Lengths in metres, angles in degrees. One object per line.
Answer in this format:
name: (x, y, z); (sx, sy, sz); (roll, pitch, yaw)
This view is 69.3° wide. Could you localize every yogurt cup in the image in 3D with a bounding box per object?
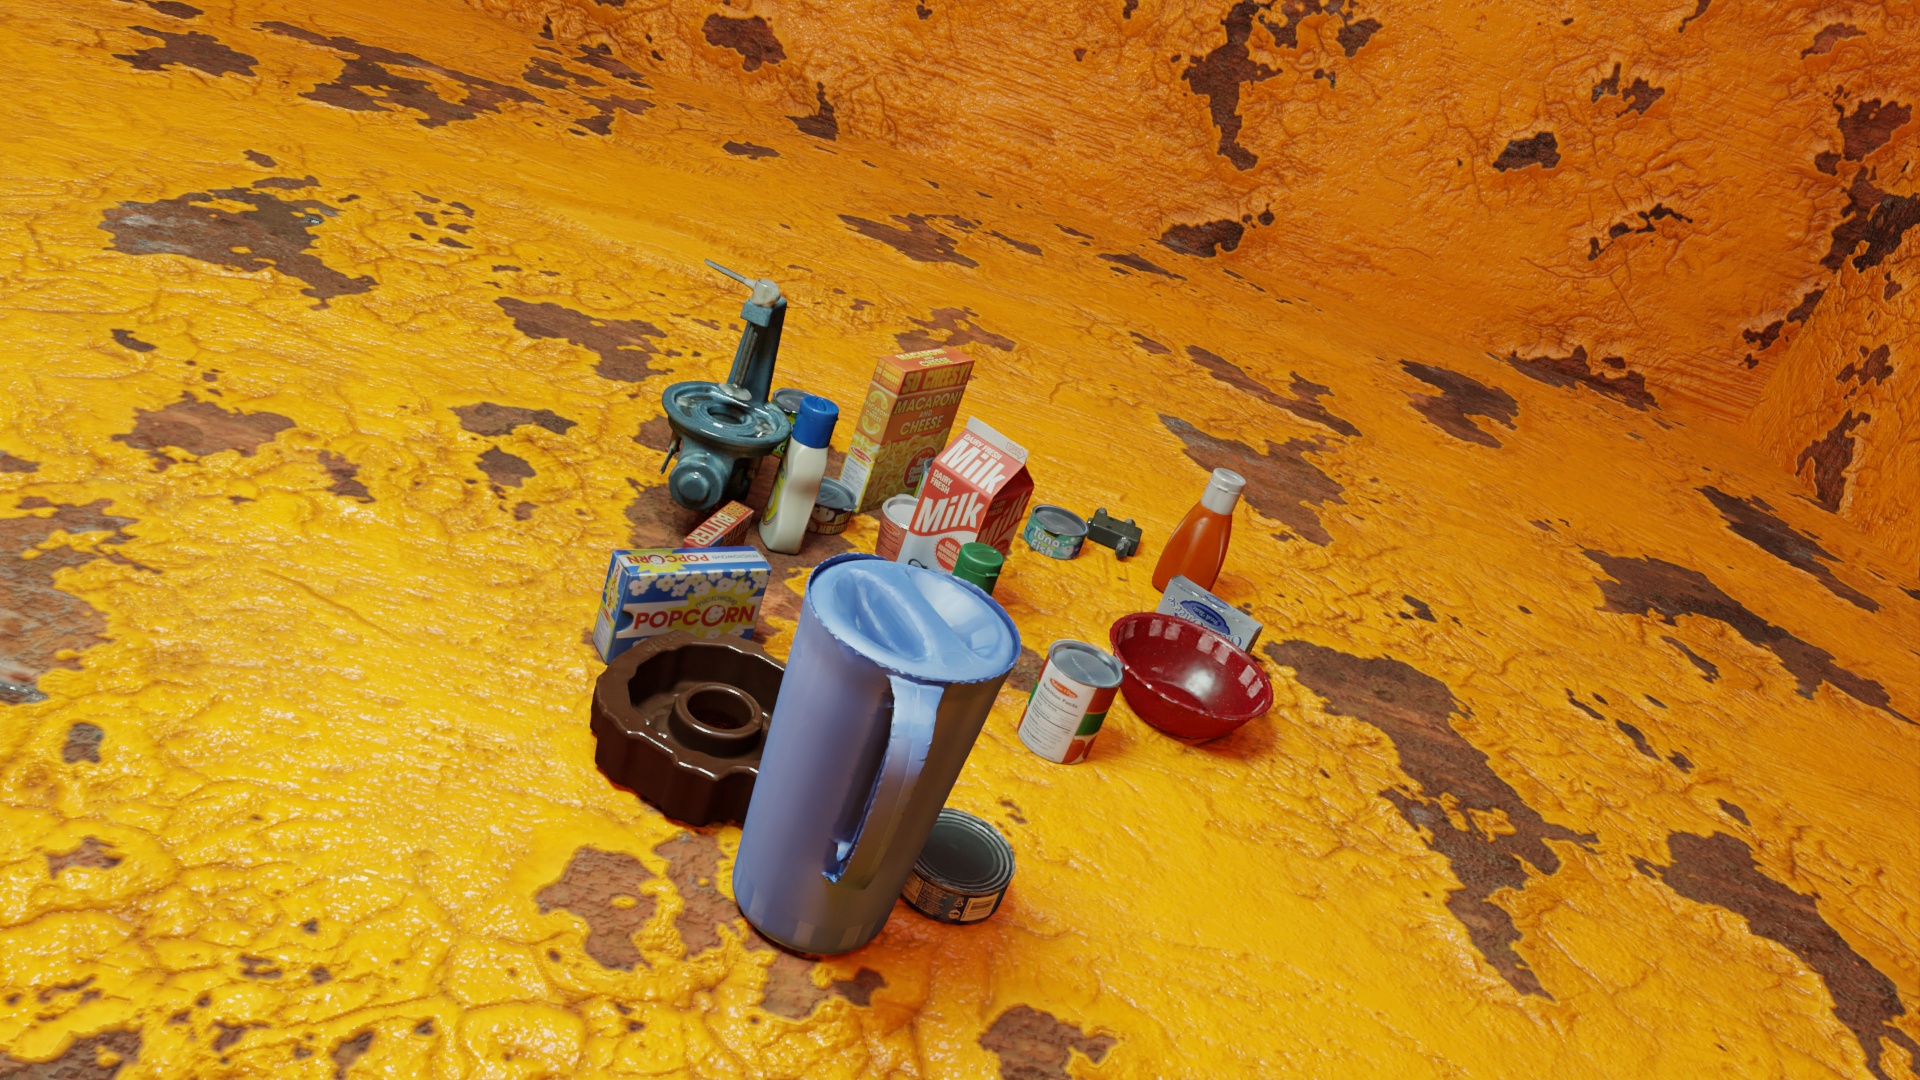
yogurt cup: (-0.051, -0.004, 1.368); (0.072, 0.053, 0.073); (16, 26, -8)

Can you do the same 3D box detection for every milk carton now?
milk carton: (0.005, -0.016, 1.275); (0.072, 0.189, 0.074); (34, 28, 26)

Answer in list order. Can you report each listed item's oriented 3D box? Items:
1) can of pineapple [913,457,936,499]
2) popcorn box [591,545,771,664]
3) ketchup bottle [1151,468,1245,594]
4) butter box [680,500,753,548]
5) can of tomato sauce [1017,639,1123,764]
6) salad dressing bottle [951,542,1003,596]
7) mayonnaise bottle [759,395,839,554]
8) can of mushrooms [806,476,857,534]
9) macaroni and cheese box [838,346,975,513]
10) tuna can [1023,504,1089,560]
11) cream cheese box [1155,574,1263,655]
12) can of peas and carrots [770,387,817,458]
can of pineapple: (-0.014, -0.048, 1.475); (0.071, 0.057, 0.071); (16, 26, -8)
popcorn box: (-0.221, 0.050, 1.106); (0.127, 0.084, 0.038); (-2, 33, -38)
ketchup bottle: (0.259, -0.005, 1.484); (0.065, 0.148, 0.044); (27, 26, 13)
butter box: (-0.219, 0.007, 1.227); (0.024, 0.053, 0.104); (24, 26, 7)
can of tomato sauce: (0.093, 0.135, 1.168); (0.071, 0.082, 0.071); (16, 26, -8)
salad dressing bottle: (-0.004, 0.072, 1.148); (0.064, 0.147, 0.044); (-1, 33, -38)
mayonnaise bottle: (-0.151, -0.063, 1.304); (0.041, 0.147, 0.065); (10, 27, -21)
can of mushrooms: (-0.138, -0.035, 1.389); (0.071, 0.033, 0.071); (16, 26, -8)
macaroni and cheese box: (-0.059, -0.118, 1.454); (0.040, 0.165, 0.124); (34, 29, 26)
tuna can: (0.103, -0.008, 1.511); (0.071, 0.032, 0.071); (16, 26, -8)
cream cheese box: (0.251, 0.084, 1.415); (0.104, 0.053, 0.024); (33, 28, 25)
can of peas and carrots: (-0.180, -0.124, 1.502); (0.071, 0.058, 0.071); (16, 26, -8)
